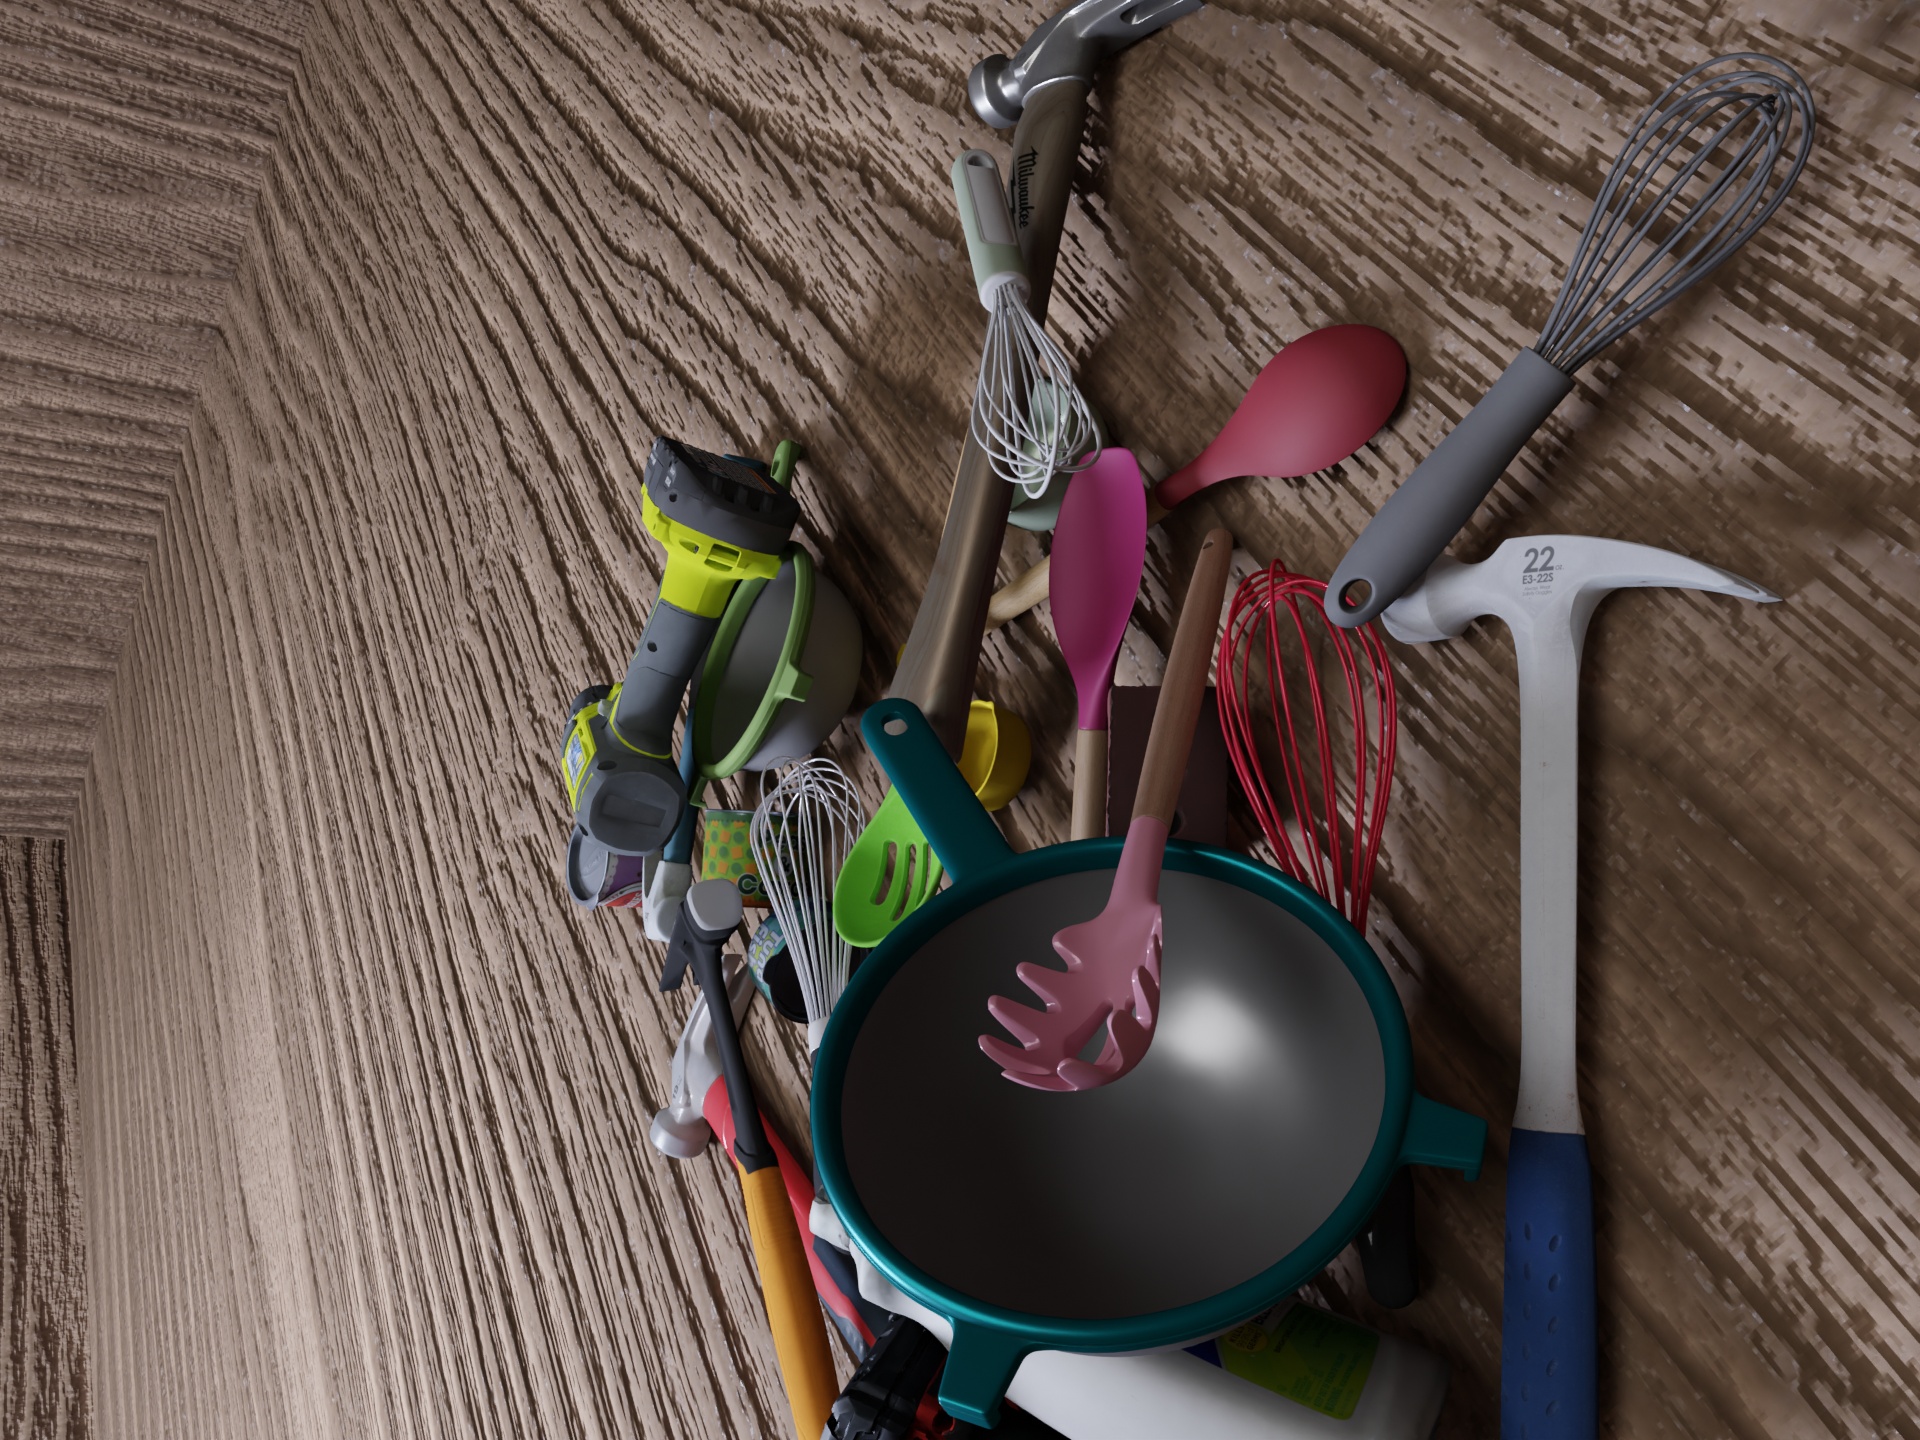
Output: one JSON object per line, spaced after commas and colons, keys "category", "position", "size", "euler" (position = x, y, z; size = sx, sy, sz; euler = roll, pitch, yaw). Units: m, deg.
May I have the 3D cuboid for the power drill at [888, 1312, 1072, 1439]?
{"category": "power drill", "position": [0.024, 0.223, 0.730], "size": [0.143, 0.078, 0.220], "euler": [-3, 85, 52]}

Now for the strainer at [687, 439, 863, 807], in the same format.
{"category": "strainer", "position": [-0.099, -0.070, 0.987], "size": [0.151, 0.069, 0.257], "euler": [-43, 34, 45]}

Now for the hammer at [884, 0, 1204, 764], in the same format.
{"category": "hammer", "position": [0.029, -0.177, 0.792], "size": [0.146, 0.038, 0.411], "euler": [-6, 68, 50]}

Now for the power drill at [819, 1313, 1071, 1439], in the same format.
{"category": "power drill", "position": [0.043, 0.356, 0.622], "size": [0.227, 0.080, 0.188], "euler": [22, 103, 13]}

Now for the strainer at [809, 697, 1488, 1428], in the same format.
{"category": "strainer", "position": [0.034, 0.114, 0.631], "size": [0.341, 0.211, 0.095], "euler": [-125, 15, -49]}

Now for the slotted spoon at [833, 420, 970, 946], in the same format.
{"category": "slotted spoon", "position": [-0.013, -0.031, 0.846], "size": [0.070, 0.031, 0.314], "euler": [-2, 70, 41]}

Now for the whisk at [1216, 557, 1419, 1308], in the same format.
{"category": "whisk", "position": [0.150, 0.078, 0.629], "size": [0.073, 0.073, 0.296], "euler": [-19, 73, 49]}

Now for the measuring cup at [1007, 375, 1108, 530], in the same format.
{"category": "measuring cup", "position": [0.023, -0.094, 0.822], "size": [0.083, 0.038, 0.167], "euler": [40, 106, 53]}

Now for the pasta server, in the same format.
{"category": "pasta server", "position": [0.075, 0.018, 0.621], "size": [0.060, 0.040, 0.316], "euler": [-18, 34, 34]}

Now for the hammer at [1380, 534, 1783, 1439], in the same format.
{"category": "hammer", "position": [0.210, 0.133, 0.554], "size": [0.144, 0.035, 0.405], "euler": [-7, 78, 52]}

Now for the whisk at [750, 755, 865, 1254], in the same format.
{"category": "whisk", "position": [-0.070, 0.137, 0.831], "size": [0.070, 0.070, 0.285], "euler": [-45, 42, 38]}

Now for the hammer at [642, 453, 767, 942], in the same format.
{"category": "hammer", "position": [-0.169, -0.019, 1.055], "size": [0.128, 0.033, 0.331], "euler": [161, 118, -72]}

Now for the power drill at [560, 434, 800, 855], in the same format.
{"category": "power drill", "position": [-0.185, -0.051, 0.975], "size": [0.228, 0.080, 0.191], "euler": [-67, 24, 12]}

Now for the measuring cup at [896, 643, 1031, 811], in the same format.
{"category": "measuring cup", "position": [-0.001, -0.003, 0.872], "size": [0.062, 0.029, 0.157], "euler": [-63, 29, 18]}

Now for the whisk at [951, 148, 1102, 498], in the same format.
{"category": "whisk", "position": [0.022, -0.196, 0.745], "size": [0.059, 0.057, 0.247], "euler": [107, 160, -48]}

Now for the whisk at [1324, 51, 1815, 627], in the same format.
{"category": "whisk", "position": [0.209, -0.129, 0.574], "size": [0.239, 0.055, 0.055], "euler": [-54, 45, 20]}

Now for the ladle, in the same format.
{"category": "ladle", "position": [0.083, -0.098, 0.774], "size": [0.315, 0.031, 0.069], "euler": [-31, 51, 47]}

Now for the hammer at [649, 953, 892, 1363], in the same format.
{"category": "hammer", "position": [-0.070, 0.286, 0.885], "size": [0.387, 0.038, 0.143], "euler": [40, 113, 48]}

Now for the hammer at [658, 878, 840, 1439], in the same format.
{"category": "hammer", "position": [-0.108, 0.261, 0.865], "size": [0.127, 0.034, 0.337], "euler": [117, 140, -53]}

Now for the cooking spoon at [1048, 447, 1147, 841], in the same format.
{"category": "cooking spoon", "position": [0.063, 0.030, 0.759], "size": [0.069, 0.017, 0.319], "euler": [4, 91, 54]}
